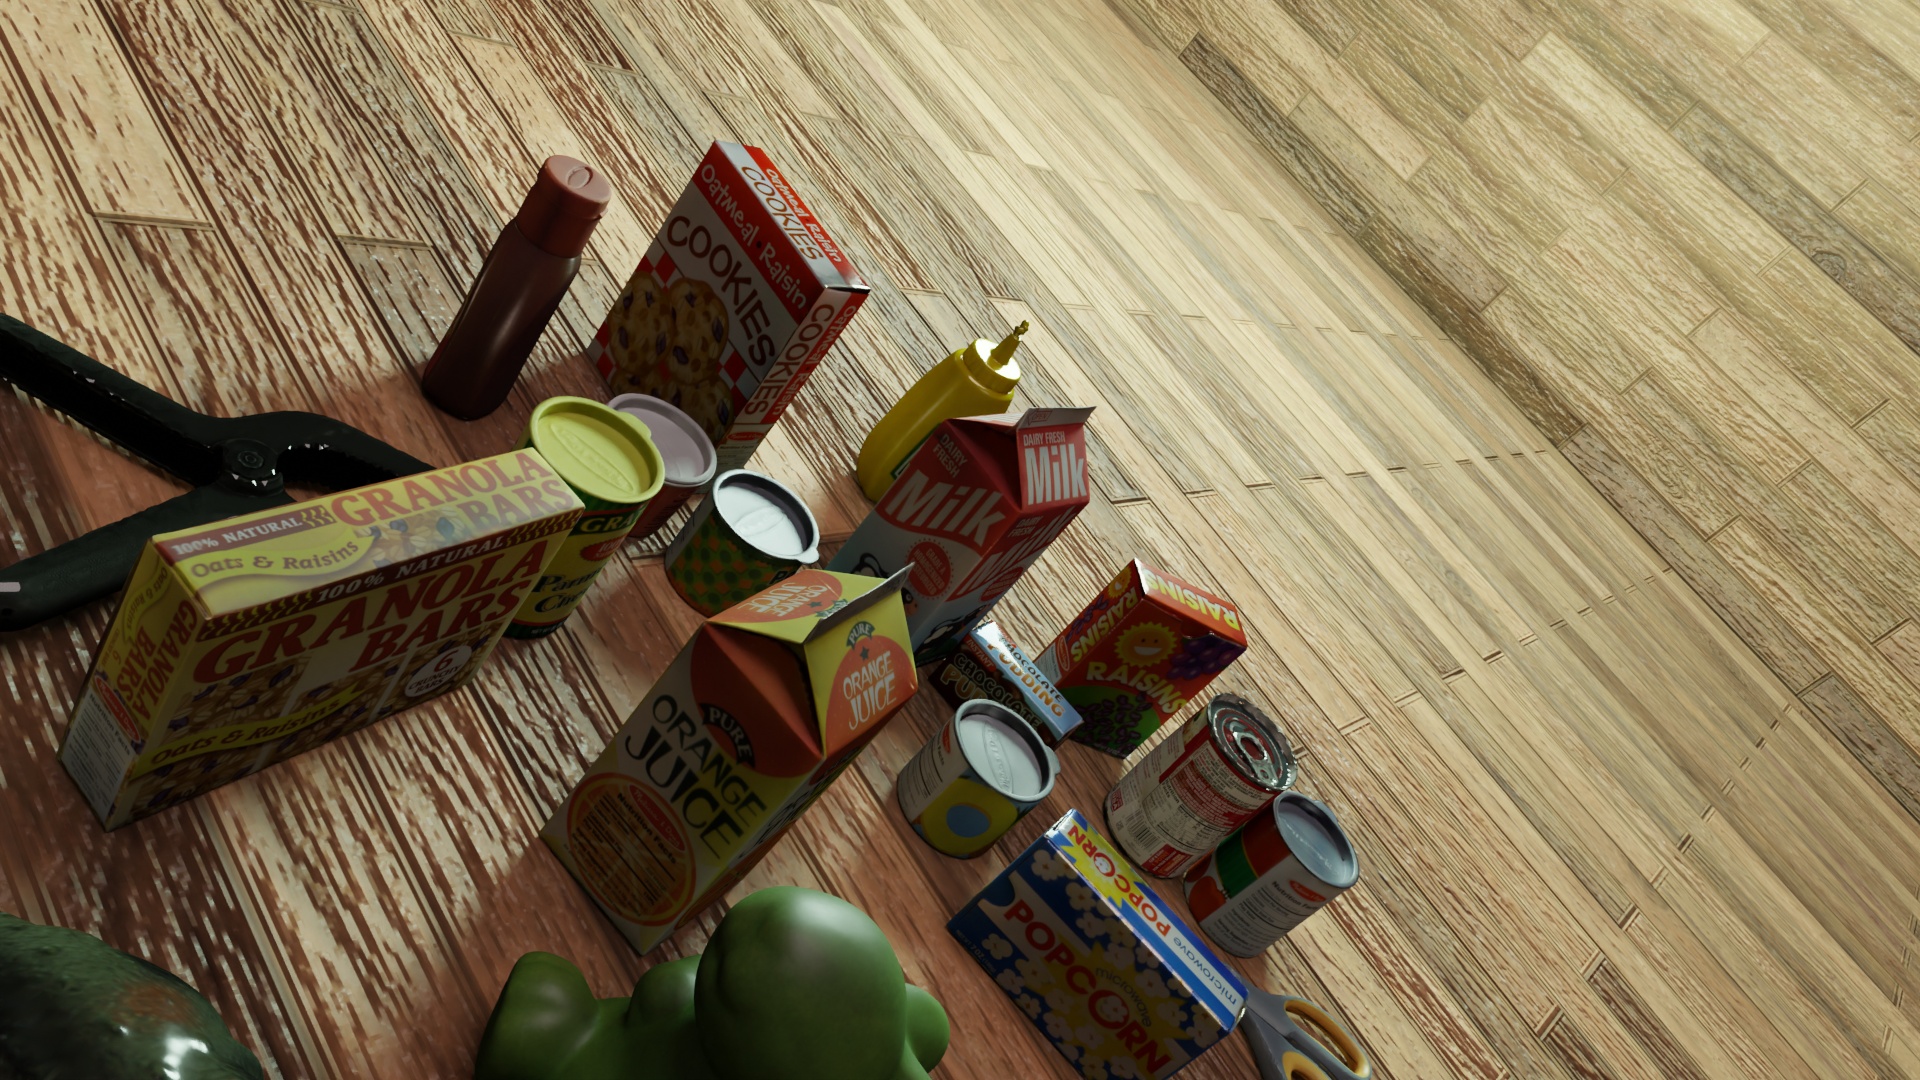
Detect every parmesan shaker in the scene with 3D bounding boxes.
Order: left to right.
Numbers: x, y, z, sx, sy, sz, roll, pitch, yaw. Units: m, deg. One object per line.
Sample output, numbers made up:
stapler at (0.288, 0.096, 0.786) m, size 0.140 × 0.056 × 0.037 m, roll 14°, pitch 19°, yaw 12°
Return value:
parmesan shaker at (-0.193, -0.010, 0.661) m, size 0.071 × 0.102 × 0.072 m, roll 29°, pitch 32°, yaw -20°

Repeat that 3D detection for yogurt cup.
yogurt cup at (-0.176, -0.039, 0.765) m, size 0.072 × 0.053 × 0.073 m, roll 29°, pitch 32°, yaw -20°

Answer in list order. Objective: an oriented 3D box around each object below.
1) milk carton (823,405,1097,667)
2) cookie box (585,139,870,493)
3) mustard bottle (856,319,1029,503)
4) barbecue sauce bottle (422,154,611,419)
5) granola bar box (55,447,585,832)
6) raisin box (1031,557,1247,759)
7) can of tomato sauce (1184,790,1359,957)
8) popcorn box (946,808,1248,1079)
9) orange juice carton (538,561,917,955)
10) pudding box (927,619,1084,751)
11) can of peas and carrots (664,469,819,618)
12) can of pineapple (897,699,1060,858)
milk carton at (0.003, -0.010, 0.794) m, size 0.072 × 0.189 × 0.073 m, roll -10°, pitch 57°, yaw -54°
cookie box at (-0.139, -0.128, 0.810) m, size 0.040 × 0.166 × 0.123 m, roll -7°, pitch 55°, yaw -52°
mustard bottle at (-0.005, -0.085, 0.912) m, size 0.065 × 0.159 × 0.049 m, roll 16°, pitch 38°, yaw -36°
barbecue sauce bottle at (-0.232, -0.134, 0.732) m, size 0.043 × 0.148 × 0.065 m, roll 33°, pitch 31°, yaw -14°
granola bar box at (-0.240, 0.031, 0.533) m, size 0.039 × 0.123 × 0.166 m, roll 47°, pitch 31°, yaw 10°
raisin box at (0.105, 0.076, 0.864) m, size 0.086 × 0.123 × 0.040 m, roll 25°, pitch 33°, yaw -25°
can of tomato sauce at (0.186, 0.200, 0.834) m, size 0.071 × 0.082 × 0.071 m, roll 29°, pitch 32°, yaw -20°
popcorn box at (0.067, 0.208, 0.688) m, size 0.127 × 0.085 × 0.038 m, roll 46°, pitch 30°, yaw 8°
orange juice carton at (-0.088, 0.081, 0.572) m, size 0.073 × 0.191 × 0.072 m, roll 46°, pitch 30°, yaw 9°
pudding box at (0.027, 0.094, 0.825) m, size 0.084 × 0.049 × 0.030 m, roll 48°, pitch 31°, yaw 12°
can of peas and carrots at (-0.119, 0.005, 0.767) m, size 0.071 × 0.058 × 0.071 m, roll 29°, pitch 32°, yaw -20°
can of pineapple at (0.009, 0.130, 0.751) m, size 0.071 × 0.057 × 0.071 m, roll 29°, pitch 32°, yaw -20°
